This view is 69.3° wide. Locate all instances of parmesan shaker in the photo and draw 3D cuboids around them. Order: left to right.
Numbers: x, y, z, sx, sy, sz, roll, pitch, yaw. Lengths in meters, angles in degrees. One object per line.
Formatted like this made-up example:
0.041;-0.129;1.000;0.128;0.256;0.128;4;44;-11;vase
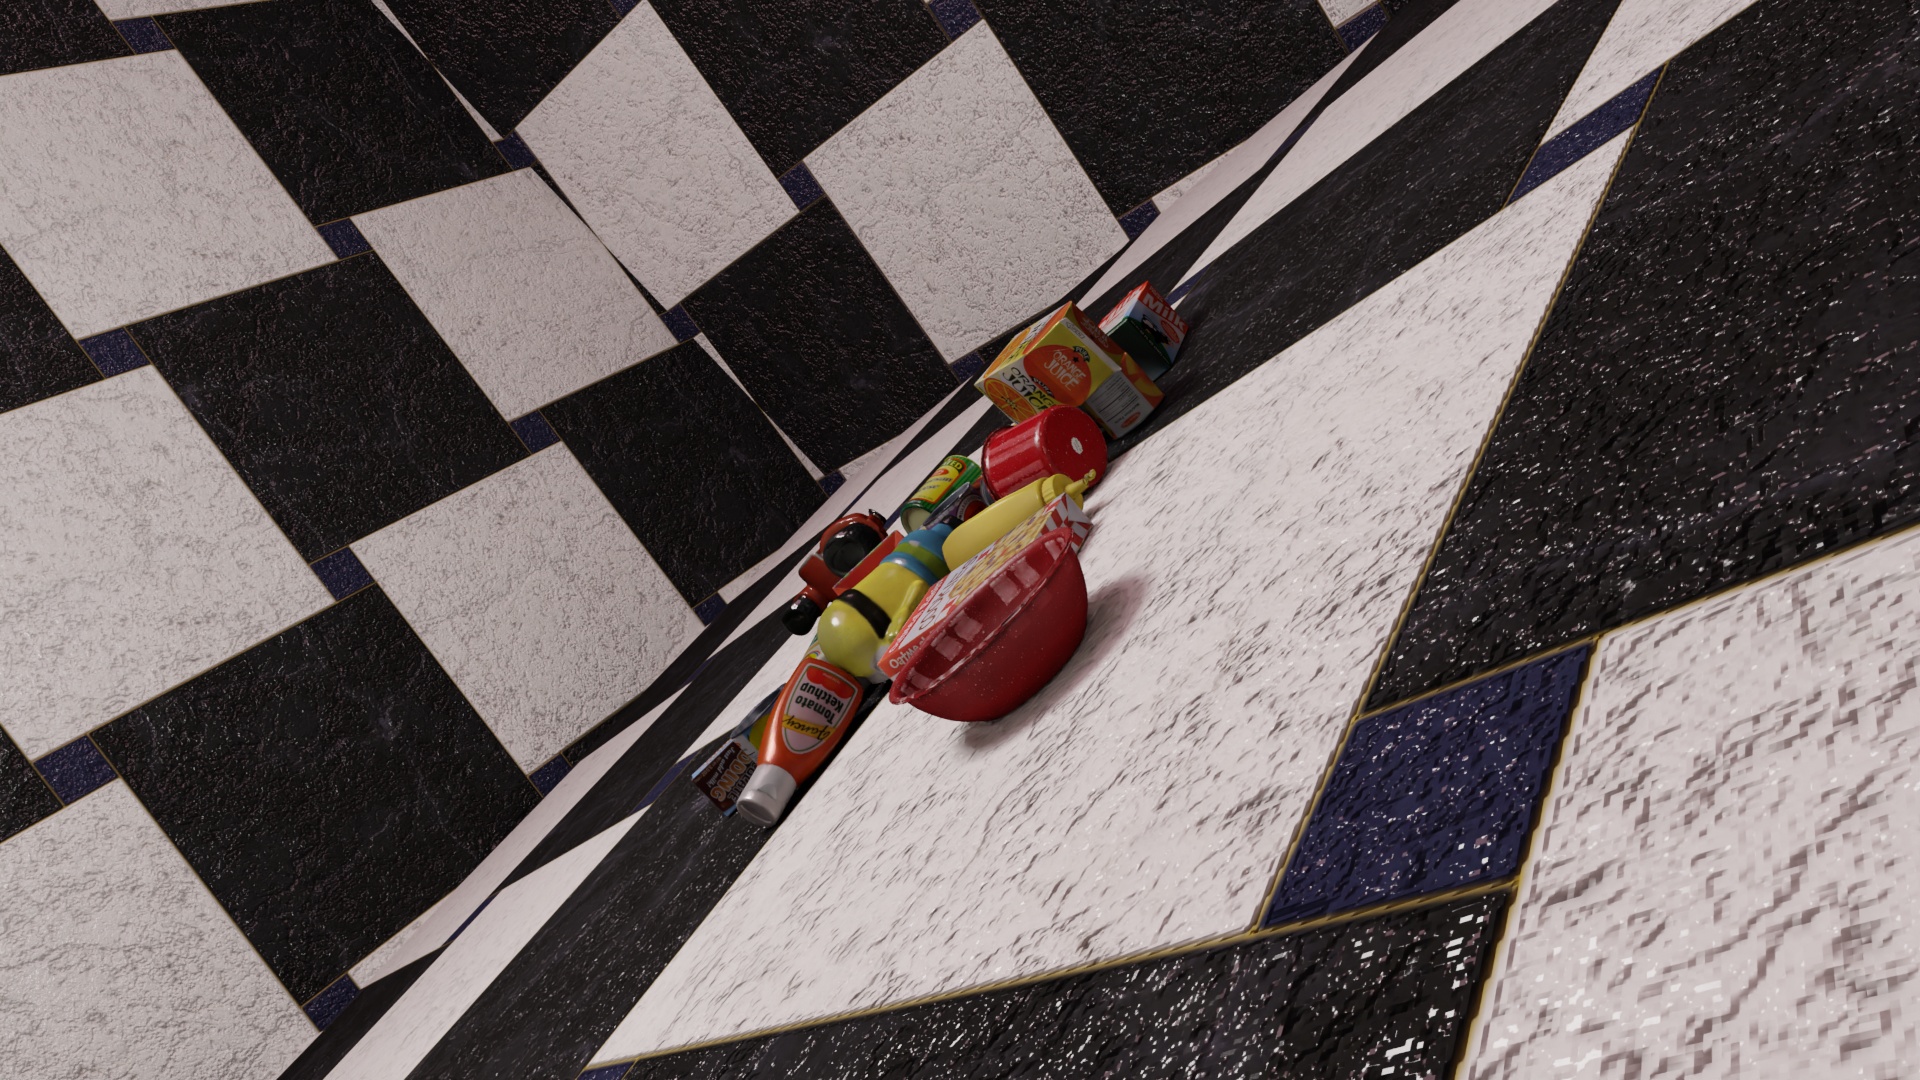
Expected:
-0.017;-0.047;1.669;0.071;0.071;0.103;-34;12;50;parmesan shaker

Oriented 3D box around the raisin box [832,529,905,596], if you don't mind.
-0.069;0.042;1.380;0.086;0.040;0.123;-44;-18;1;raisin box

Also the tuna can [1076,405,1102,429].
0.141;-0.148;1.429;0.071;0.071;0.032;-47;9;-24;tuna can

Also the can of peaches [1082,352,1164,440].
0.154;-0.141;1.346;0.071;0.058;0.071;-42;8;8;can of peaches

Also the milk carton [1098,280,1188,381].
0.196;-0.224;1.530;0.073;0.072;0.191;-39;10;29;milk carton

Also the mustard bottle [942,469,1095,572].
0.056;-0.016;1.177;0.159;0.049;0.065;-34;-21;36;mustard bottle

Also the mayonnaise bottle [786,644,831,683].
-0.156;0.153;1.386;0.064;0.041;0.149;-38;9;22;mayonnaise bottle

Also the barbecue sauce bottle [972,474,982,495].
0.073;-0.093;1.545;0.149;0.043;0.064;-47;8;-27;barbecue sauce bottle

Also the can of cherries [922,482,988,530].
0.005;-0.018;1.433;0.071;0.058;0.071;-42;7;7;can of cherries

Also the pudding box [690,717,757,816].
-0.205;0.211;1.298;0.084;0.049;0.030;-44;6;-10;pudding box

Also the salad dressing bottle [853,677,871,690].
-0.087;0.107;1.281;0.064;0.044;0.148;-36;11;49;salad dressing bottle

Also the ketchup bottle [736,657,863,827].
-0.137;0.169;1.158;0.149;0.065;0.043;-62;2;-41;ketchup bottle

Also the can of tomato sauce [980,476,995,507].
0.063;-0.063;1.371;0.071;0.071;0.083;-39;9;29;can of tomato sauce

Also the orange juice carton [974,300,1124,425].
0.089;-0.167;1.325;0.073;0.072;0.192;-51;11;-15;orange juice carton

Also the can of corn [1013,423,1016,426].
0.081;-0.096;1.451;0.071;0.071;0.058;-40;8;21;can of corn

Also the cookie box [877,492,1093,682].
0.020;0.044;1.109;0.166;0.040;0.123;-36;10;34;cookie box

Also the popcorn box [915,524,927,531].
-0.028;0.004;1.553;0.085;0.038;0.126;-46;8;-27;popcorn box

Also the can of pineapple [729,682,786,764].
-0.164;0.174;1.258;0.071;0.058;0.071;-42;8;8;can of pineapple

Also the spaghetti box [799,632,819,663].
-0.140;0.097;1.643;0.050;0.028;0.251;-40;9;15;spaghetti box
